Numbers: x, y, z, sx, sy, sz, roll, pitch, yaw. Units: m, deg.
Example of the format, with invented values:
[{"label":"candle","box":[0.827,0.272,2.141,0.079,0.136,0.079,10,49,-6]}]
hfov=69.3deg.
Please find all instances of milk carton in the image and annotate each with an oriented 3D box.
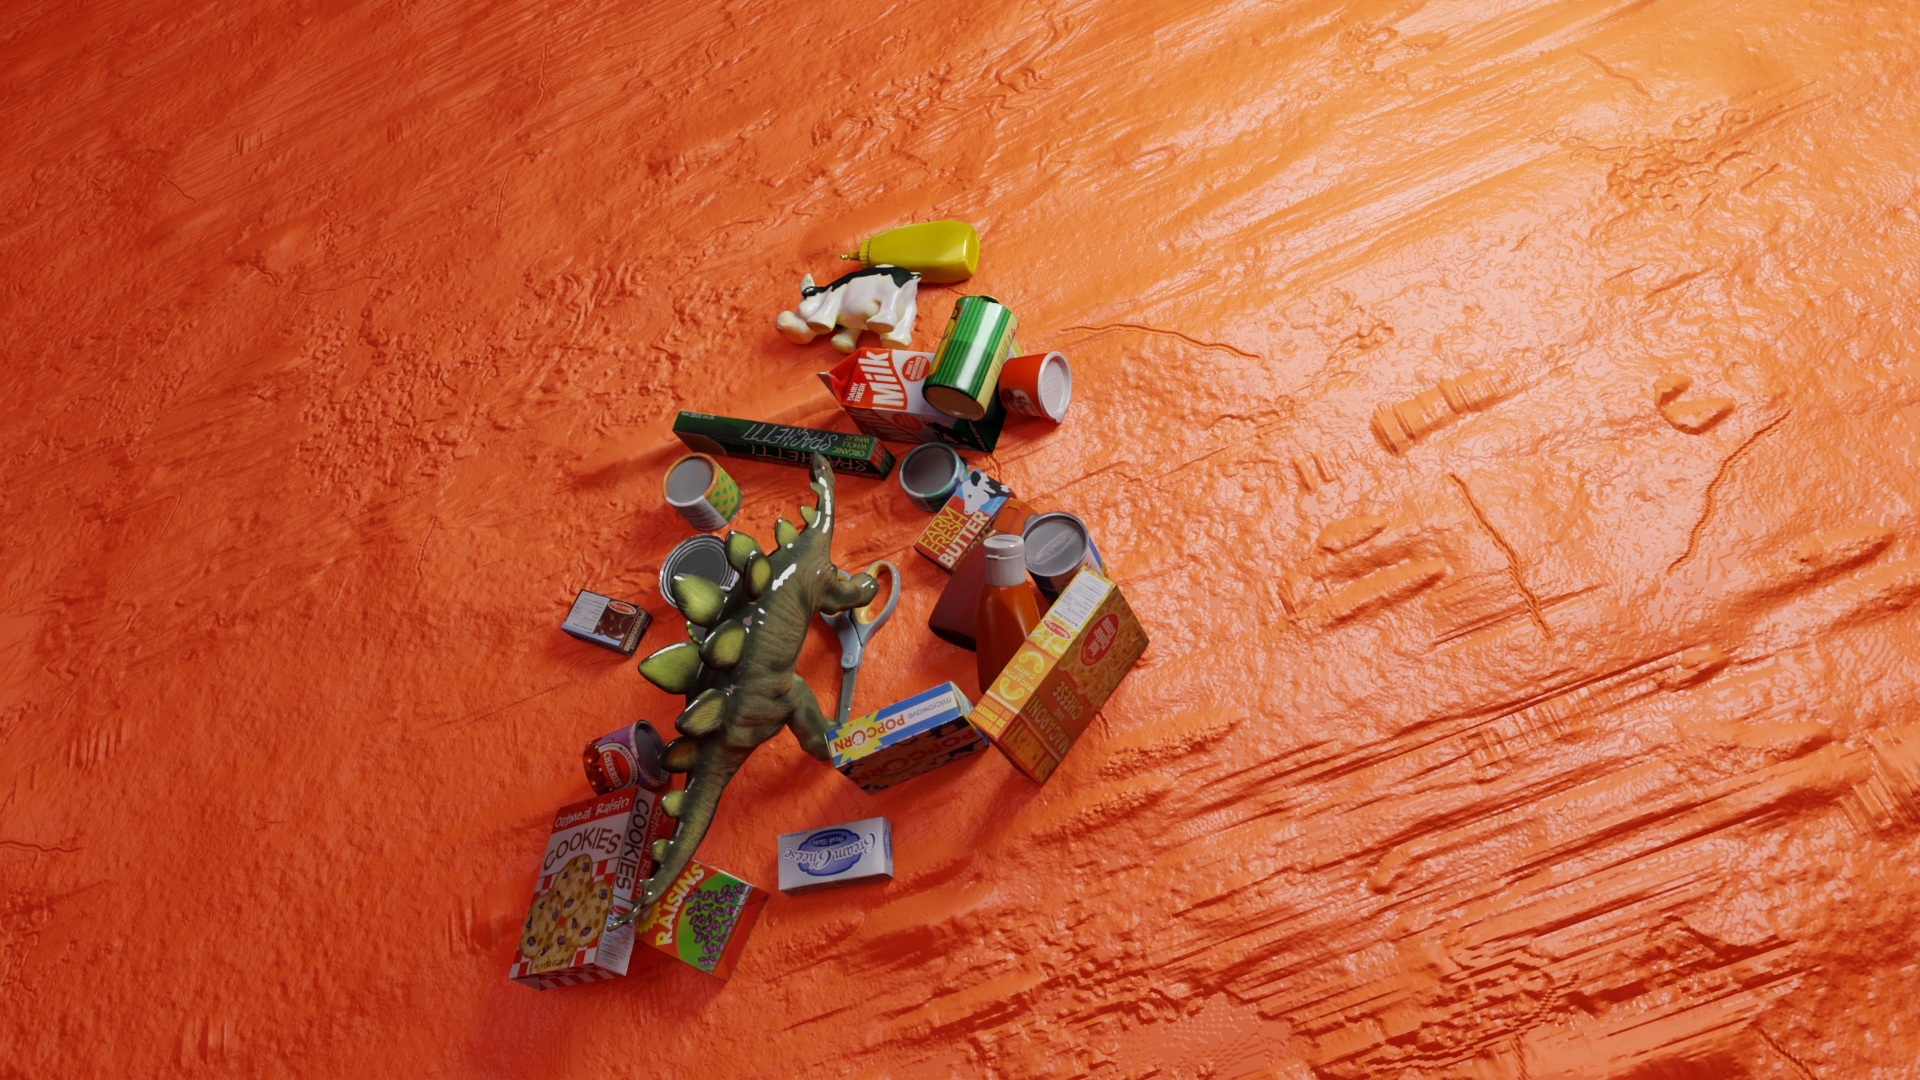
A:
[{"label":"milk carton","box":[-0.053,-0.147,1.431,0.190,0.072,0.074,8,67,24]}]

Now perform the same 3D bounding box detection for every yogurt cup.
[{"label":"yogurt cup","box":[0.074,-0.156,1.396,0.054,0.072,0.072,5,65,31]}]

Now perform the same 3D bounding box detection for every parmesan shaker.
[{"label":"parmesan shaker","box":[0.009,-0.177,1.340,0.071,0.071,0.103,11,68,25]}]

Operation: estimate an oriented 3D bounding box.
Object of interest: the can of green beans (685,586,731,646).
[{"label":"can of green beans","box":[-0.231,0.086,1.379,0.071,0.057,0.071,-9,61,16]}]

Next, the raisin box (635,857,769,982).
[{"label":"raisin box","box":[-0.248,0.335,1.264,0.123,0.040,0.086,16,71,25]}]

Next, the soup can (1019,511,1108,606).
[{"label":"soup can","box":[0.094,0.019,1.281,0.071,0.083,0.071,-9,61,16]}]

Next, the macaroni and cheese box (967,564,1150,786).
[{"label":"macaroni and cheese box","box":[0.088,0.119,1.206,0.040,0.123,0.167,32,77,34]}]

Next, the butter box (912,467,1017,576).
[{"label":"butter box","box":[0.005,-0.017,1.369,0.053,0.024,0.104,31,77,31]}]

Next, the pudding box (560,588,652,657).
[{"label":"pudding box","box":[-0.369,0.086,1.447,0.084,0.030,0.050,13,68,26]}]

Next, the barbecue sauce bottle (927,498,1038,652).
[{"label":"barbecue sauce bottle","box":[0.028,0.031,1.324,0.065,0.043,0.149,18,70,27]}]

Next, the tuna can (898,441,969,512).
[{"label":"tuna can","box":[-0.025,-0.066,1.401,0.071,0.032,0.071,-9,61,16]}]

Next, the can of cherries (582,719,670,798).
[{"label":"can of cherries","box":[-0.322,0.214,1.337,0.058,0.071,0.072,-23,58,8]}]

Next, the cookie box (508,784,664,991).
[{"label":"cookie box","box":[-0.339,0.316,1.269,0.122,0.040,0.168,-21,46,34]}]

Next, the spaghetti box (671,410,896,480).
[{"label":"spaghetti box","box":[-0.190,-0.102,1.470,0.250,0.050,0.029,10,69,24]}]

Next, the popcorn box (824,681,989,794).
[{"label":"popcorn box","box":[-0.046,0.178,1.246,0.126,0.085,0.038,-23,59,7]}]

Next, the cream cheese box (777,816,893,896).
[{"label":"cream cheese box","box":[-0.113,0.284,1.250,0.104,0.024,0.053,-13,61,14]}]

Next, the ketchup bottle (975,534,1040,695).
[{"label":"ketchup bottle","box":[0.043,0.070,1.243,0.065,0.148,0.044,8,21,34]}]

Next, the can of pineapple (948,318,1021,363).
[{"label":"can of pineapple","box":[0.024,-0.200,1.440,0.071,0.057,0.071,-9,61,16]}]

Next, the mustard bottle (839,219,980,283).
[{"label":"mustard bottle","box":[-0.059,-0.318,1.540,0.160,0.048,0.065,3,67,22]}]

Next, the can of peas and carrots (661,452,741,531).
[{"label":"can of peas and carrots","box":[-0.274,-0.054,1.470,0.071,0.058,0.071,-8,61,15]}]
